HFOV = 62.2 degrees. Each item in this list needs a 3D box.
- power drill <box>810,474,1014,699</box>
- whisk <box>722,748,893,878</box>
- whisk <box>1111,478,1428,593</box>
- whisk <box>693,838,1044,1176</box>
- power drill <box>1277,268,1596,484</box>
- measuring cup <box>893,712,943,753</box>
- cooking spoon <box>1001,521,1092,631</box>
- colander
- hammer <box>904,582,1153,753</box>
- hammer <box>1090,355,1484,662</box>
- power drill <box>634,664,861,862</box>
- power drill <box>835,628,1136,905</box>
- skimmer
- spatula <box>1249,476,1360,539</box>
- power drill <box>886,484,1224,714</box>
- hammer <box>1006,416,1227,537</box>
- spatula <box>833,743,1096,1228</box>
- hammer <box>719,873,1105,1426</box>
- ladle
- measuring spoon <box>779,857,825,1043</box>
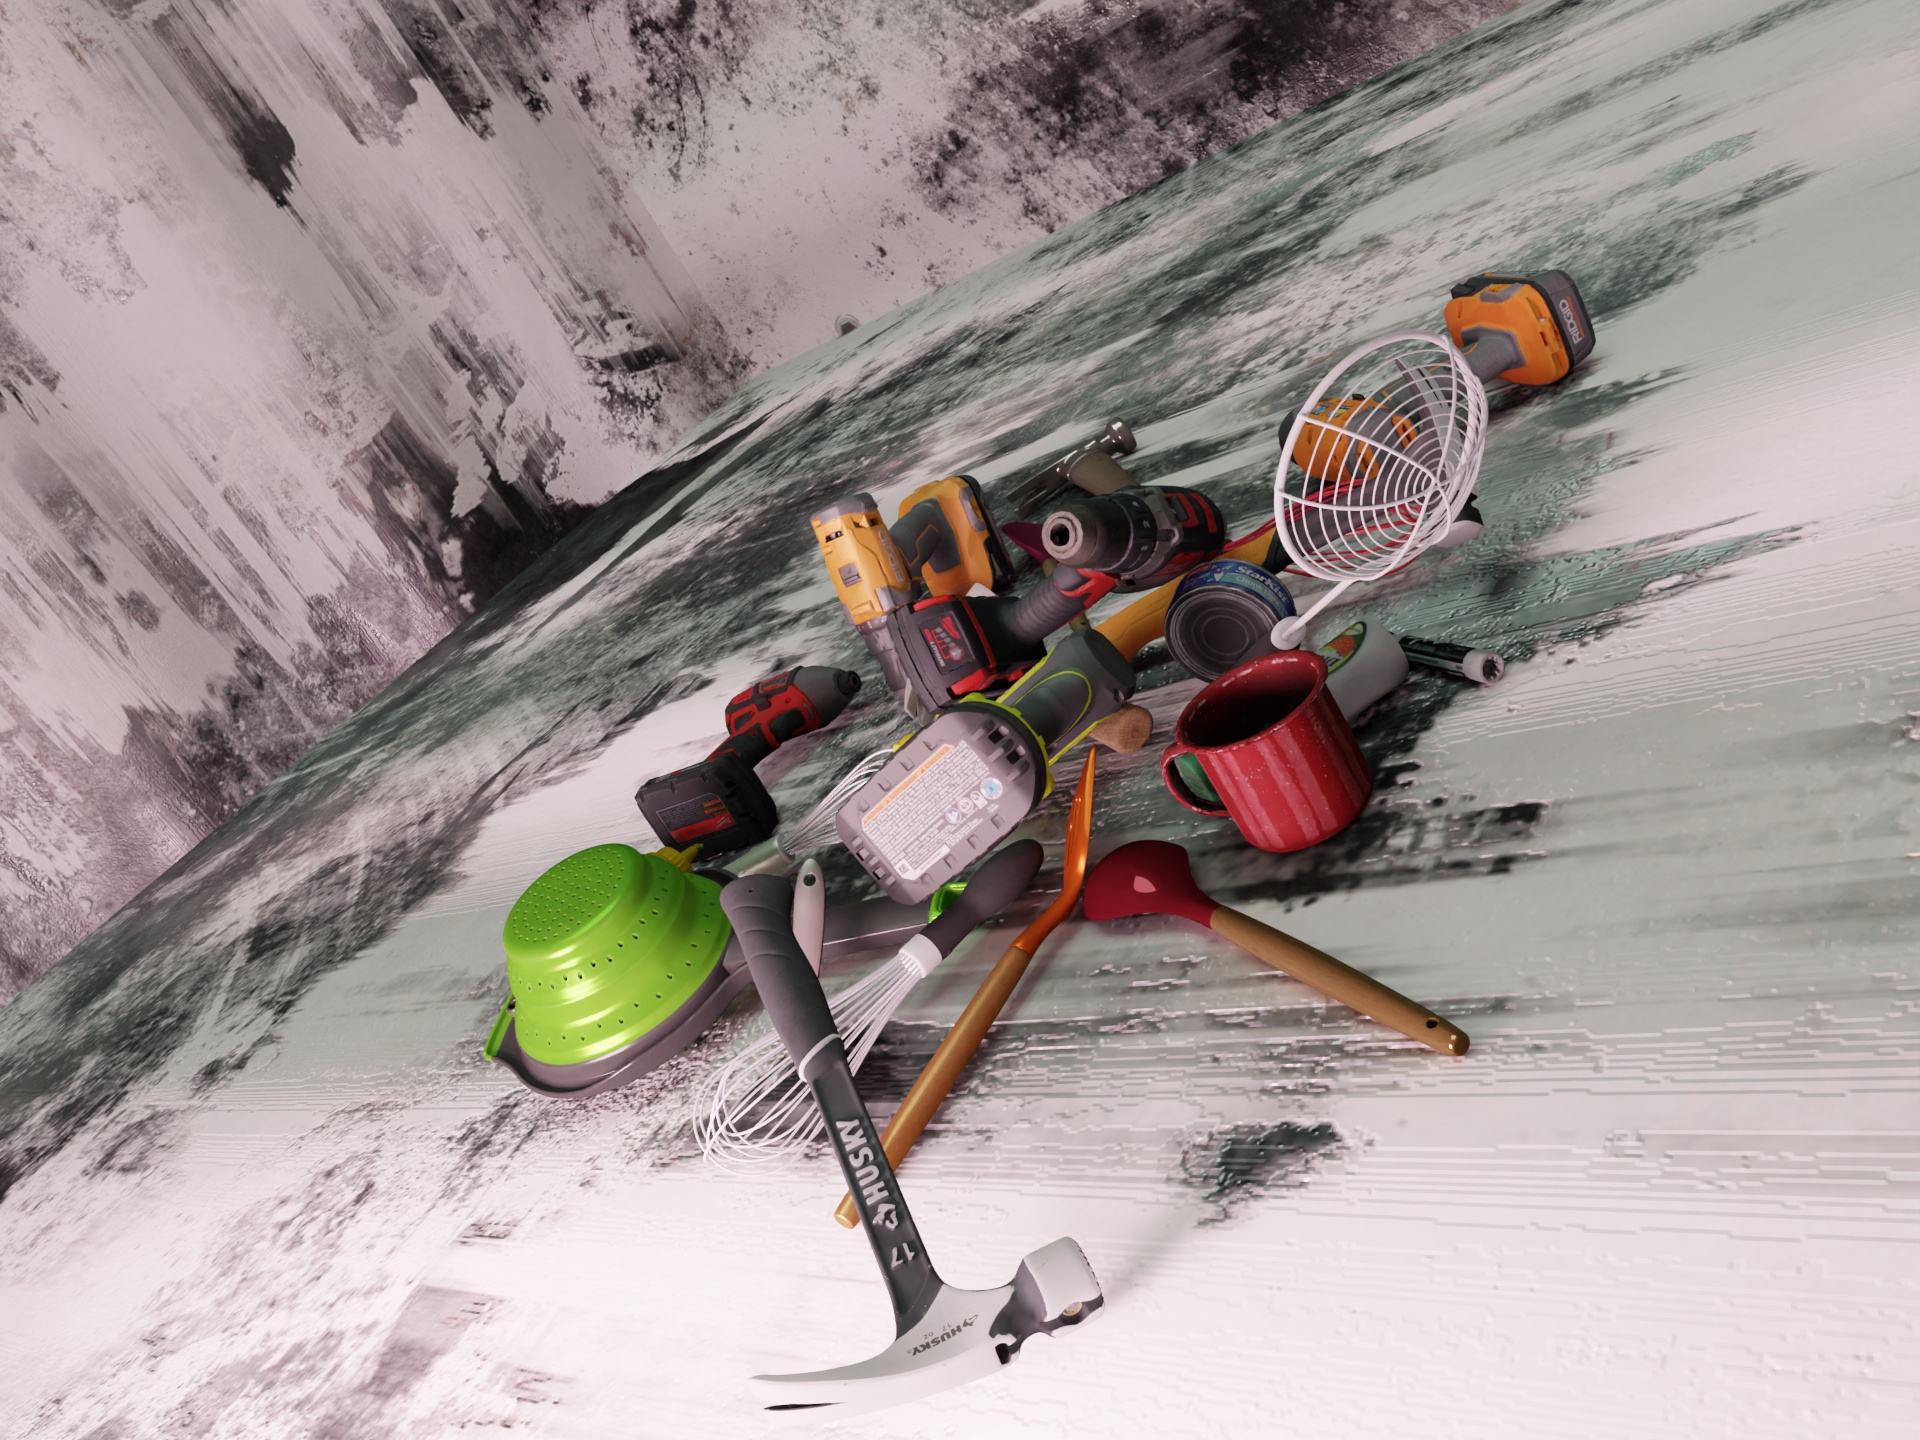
[{"bbox_3d":[-0.034,-0.126,1.452,0.084,0.185,0.226,-20,6,31],"label":"power drill"},{"bbox_3d":[-0.129,0.094,1.226,0.246,0.059,0.057,-30,-18,19],"label":"whisk"},{"bbox_3d":[0.214,-0.125,1.174,0.296,0.073,0.073,-6,33,47],"label":"whisk"},{"bbox_3d":[-0.046,0.162,0.947,0.284,0.070,0.070,-40,22,-28],"label":"whisk"},{"bbox_3d":[0.360,-0.265,1.254,0.226,0.084,0.164,-34,21,-6],"label":"power drill"},{"bbox_3d":[-0.002,-0.004,1.196,0.029,0.062,0.157,-13,42,46],"label":"measuring cup"},{"bbox_3d":[0.085,-0.131,1.435,0.068,0.017,0.319,5,23,-9],"label":"cooking spoon"},{"bbox_3d":[-0.175,0.134,1.074,0.397,0.094,0.205,-15,33,23],"label":"colander"},{"bbox_3d":[0.048,-0.026,1.229,0.130,0.031,0.331,-51,28,-6],"label":"hammer"},{"bbox_3d":[0.203,-0.118,1.110,0.337,0.034,0.127,-30,62,44],"label":"hammer"},{"bbox_3d":[-0.178,0.025,1.410,0.143,0.078,0.220,-19,22,32],"label":"power drill"},{"bbox_3d":[0.010,0.035,1.027,0.190,0.080,0.228,-42,-2,23],"label":"power drill"},{"bbox_3d":[0.190,-0.092,0.901,0.127,0.090,0.363,-31,-9,-14],"label":"skimmer"},{"bbox_3d":[0.213,-0.126,1.257,0.316,0.018,0.060,-33,21,-4],"label":"spatula"},{"bbox_3d":[0.055,-0.089,1.088,0.226,0.080,0.188,-31,-11,33],"label":"power drill"},{"bbox_3d":[0.150,-0.204,1.495,0.146,0.038,0.411,-34,21,2],"label":"hammer"},{"bbox_3d":[0.014,0.147,0.906,0.323,0.041,0.081,-52,-15,-34],"label":"spatula"},{"bbox_3d":[-0.072,0.189,0.822,0.149,0.036,0.409,-23,29,-9],"label":"hammer"},{"bbox_3d":[0.149,0.112,0.821,0.069,0.031,0.316,-39,23,-13],"label":"ladle"},{"bbox_3d":[-0.098,0.146,1.001,0.034,0.018,0.124,-2,71,9],"label":"measuring spoon"}]
